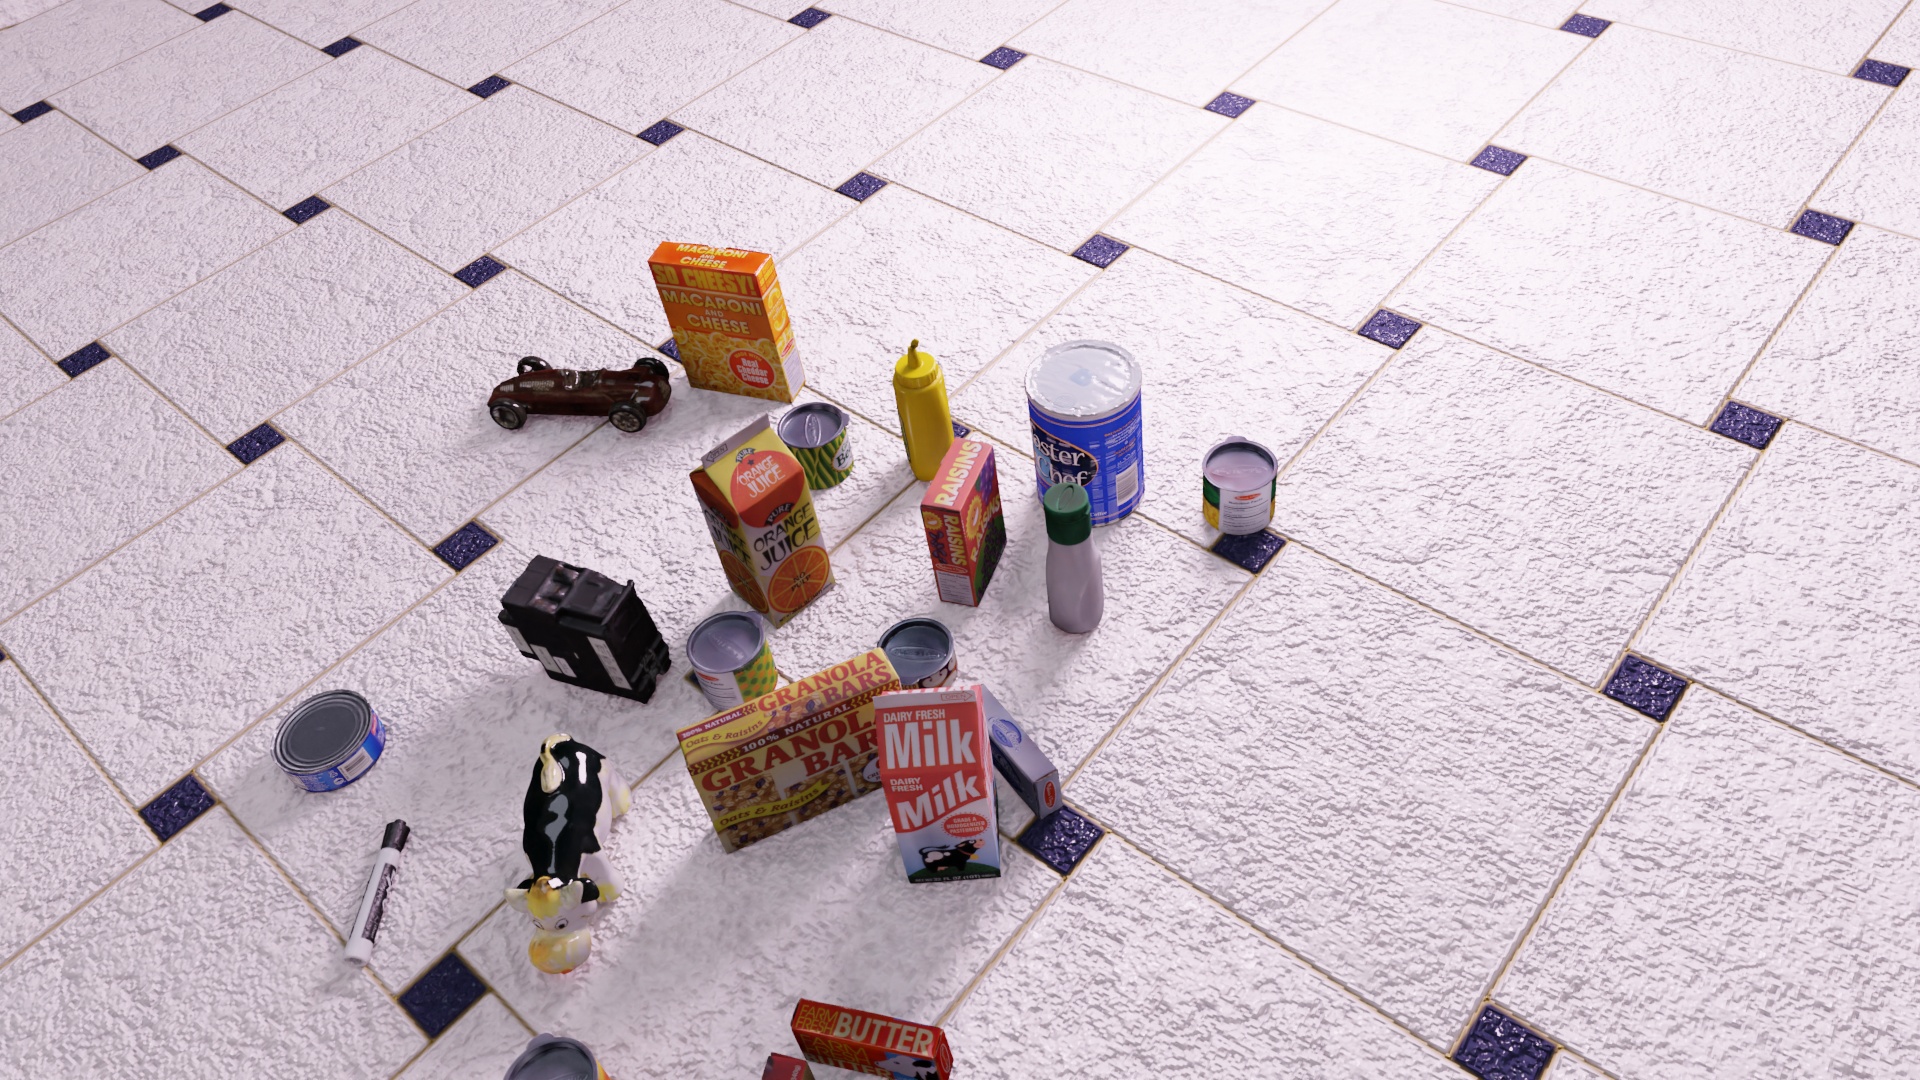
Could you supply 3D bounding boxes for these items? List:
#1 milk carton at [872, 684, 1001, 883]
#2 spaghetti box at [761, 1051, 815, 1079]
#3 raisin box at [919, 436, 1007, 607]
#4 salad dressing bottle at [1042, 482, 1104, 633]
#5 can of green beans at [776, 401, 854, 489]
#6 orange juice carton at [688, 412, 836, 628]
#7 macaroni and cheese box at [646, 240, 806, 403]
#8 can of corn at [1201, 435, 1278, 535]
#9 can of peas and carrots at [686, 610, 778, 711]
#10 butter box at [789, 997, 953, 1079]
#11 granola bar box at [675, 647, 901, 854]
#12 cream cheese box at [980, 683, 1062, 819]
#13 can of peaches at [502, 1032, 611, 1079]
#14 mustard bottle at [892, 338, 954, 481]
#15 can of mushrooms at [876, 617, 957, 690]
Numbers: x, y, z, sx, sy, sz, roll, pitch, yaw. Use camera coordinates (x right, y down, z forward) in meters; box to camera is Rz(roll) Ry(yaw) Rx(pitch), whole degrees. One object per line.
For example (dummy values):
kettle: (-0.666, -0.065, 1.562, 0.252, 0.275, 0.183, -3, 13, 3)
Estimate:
milk carton: (-0.014, 0.165, 0.994, 0.072, 0.189, 0.074, -5, 47, 4)
spaghetti box: (-0.136, 0.445, 0.847, 0.029, 0.050, 0.251, 4, 48, 13)
raisin box: (0.004, -0.015, 1.206, 0.040, 0.122, 0.086, 11, 50, 19)
salad dressing bottle: (0.092, 0.015, 1.147, 0.044, 0.146, 0.064, 13, 51, 20)
can of green beans: (-0.140, -0.091, 1.346, 0.071, 0.057, 0.071, -5, 47, 5)
orange juice carton: (-0.172, -0.022, 1.193, 0.072, 0.191, 0.073, -38, 52, -24)
macaroni and cheese box: (-0.235, -0.221, 1.409, 0.124, 0.165, 0.040, 10, 50, 18)
can of corn: (0.249, -0.049, 1.244, 0.071, 0.058, 0.071, -5, 47, 5)
can of peas and carrots: (-0.190, 0.101, 1.172, 0.071, 0.058, 0.071, -5, 47, 5)
butter box: (-0.059, 0.338, 0.933, 0.103, 0.052, 0.024, 7, 49, 15)
granola bar box: (-0.120, 0.161, 1.060, 0.166, 0.123, 0.039, -22, 48, -11)
cream cheese box: (0.039, 0.164, 1.081, 0.024, 0.053, 0.104, -29, 49, -17)
can of peaches: (-0.267, 0.374, 0.929, 0.071, 0.057, 0.071, -5, 47, 5)
mustard bottle: (-0.036, -0.127, 1.293, 0.049, 0.159, 0.065, -12, 46, -2)
can of mushrooms: (-0.037, 0.102, 1.165, 0.071, 0.033, 0.071, -5, 47, 5)
